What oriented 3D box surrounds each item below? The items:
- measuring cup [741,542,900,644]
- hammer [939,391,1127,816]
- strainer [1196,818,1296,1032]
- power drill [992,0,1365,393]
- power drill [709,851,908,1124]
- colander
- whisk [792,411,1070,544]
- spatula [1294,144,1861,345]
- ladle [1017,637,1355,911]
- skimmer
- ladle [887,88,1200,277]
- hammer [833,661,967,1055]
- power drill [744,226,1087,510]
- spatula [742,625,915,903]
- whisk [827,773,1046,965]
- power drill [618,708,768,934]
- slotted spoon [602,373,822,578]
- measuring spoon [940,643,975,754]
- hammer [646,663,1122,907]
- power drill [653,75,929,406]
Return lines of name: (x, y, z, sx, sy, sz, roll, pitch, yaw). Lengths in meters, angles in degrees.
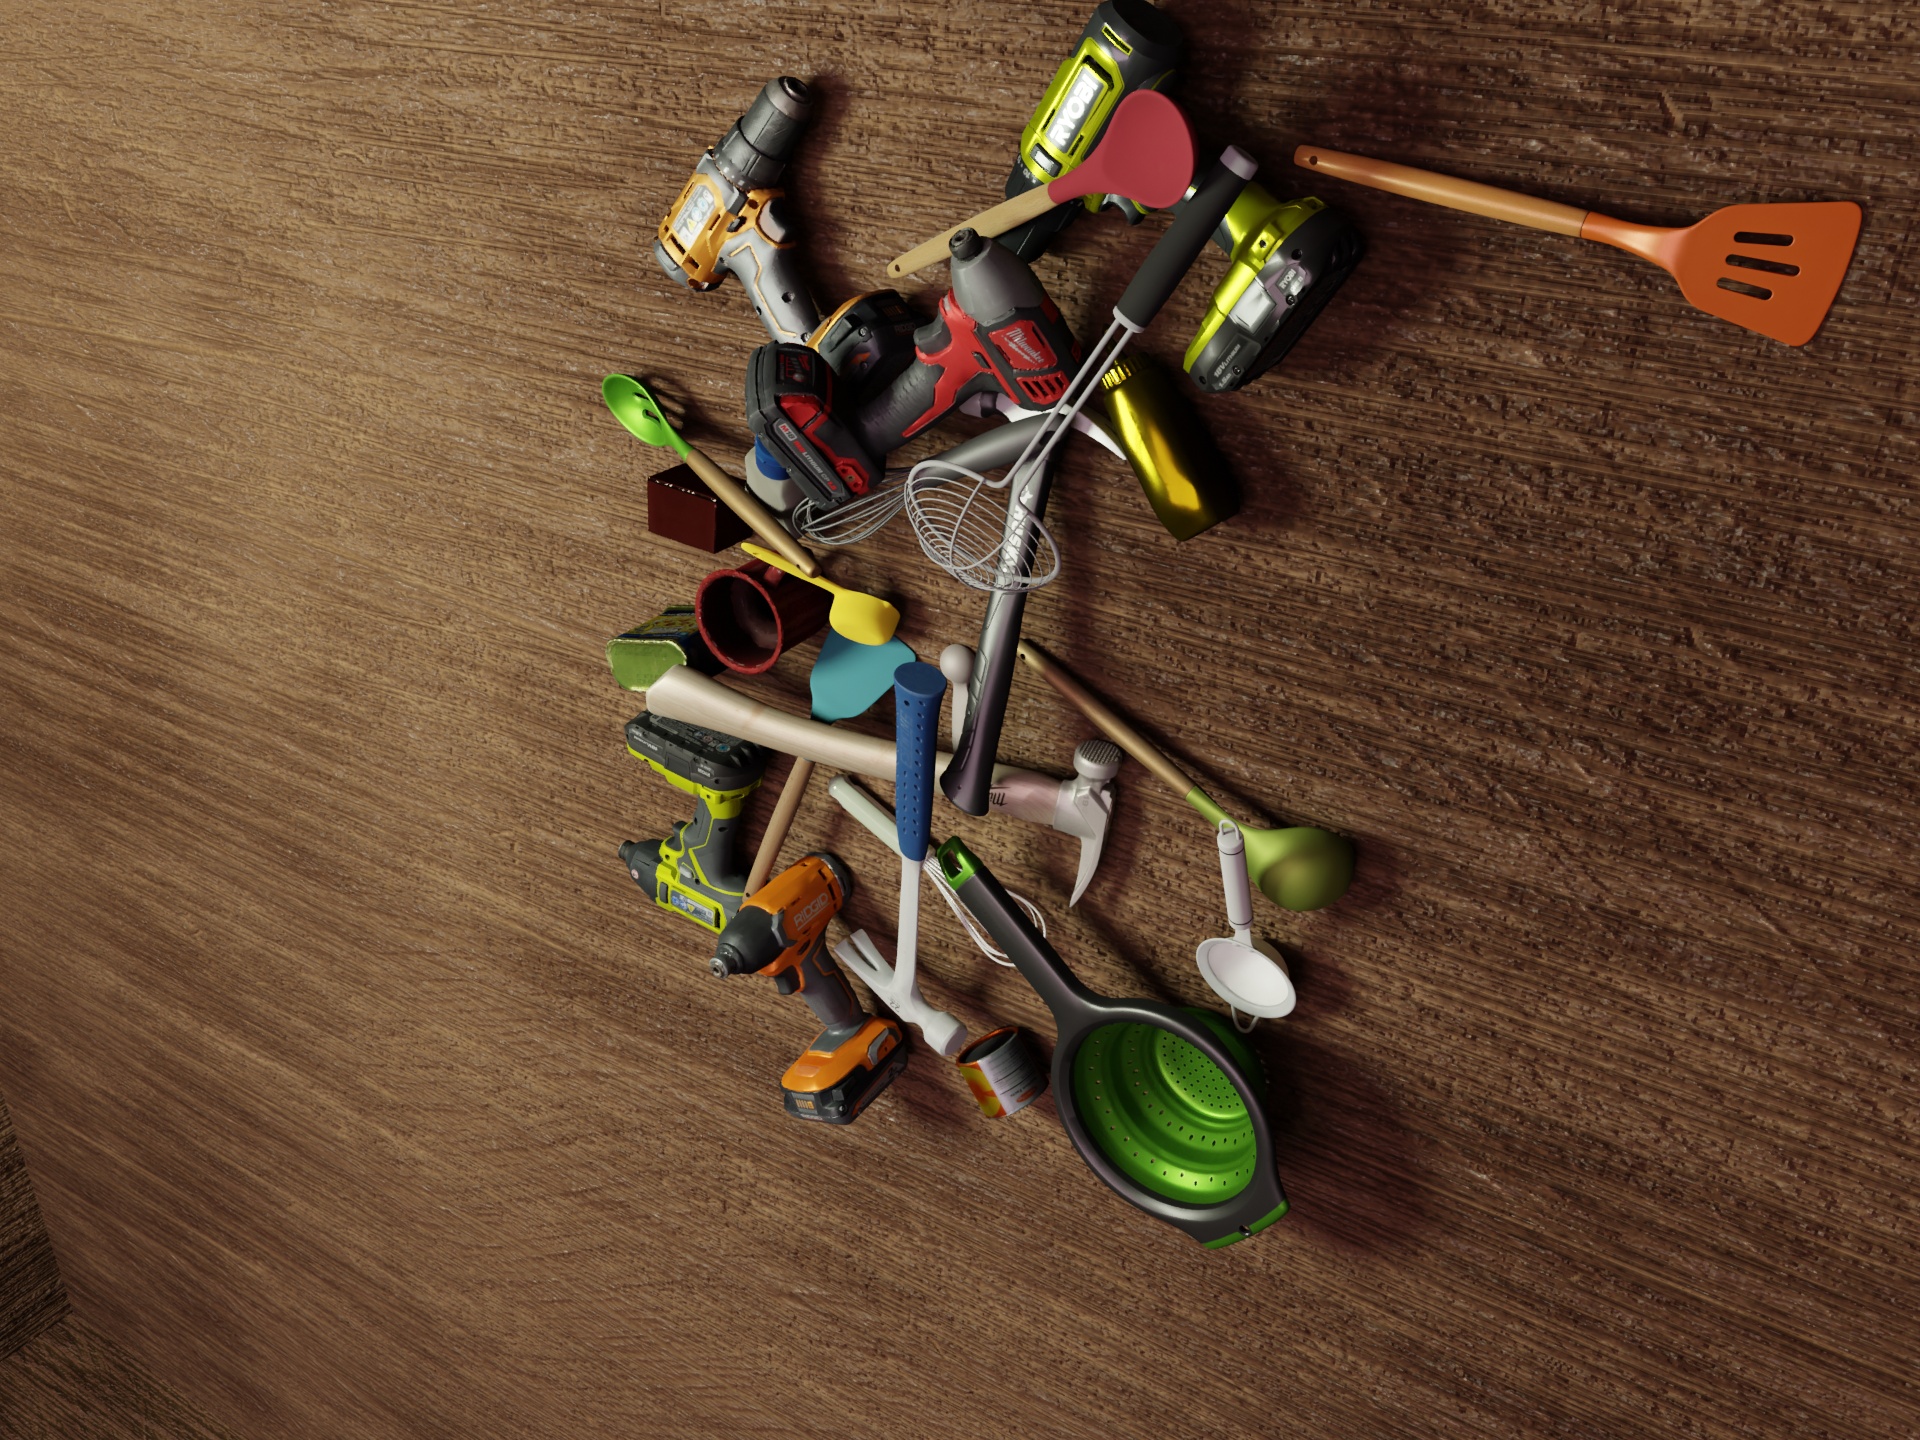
measuring cup: (-0.117, -0.101, 1.291, 0.062, 0.156, 0.029, -2, 68, 51)
hammer: (0.039, -0.084, 1.209, 0.146, 0.035, 0.334, 20, 110, 25)
strainer: (0.215, 0.152, 1.204, 0.087, 0.050, 0.258, 20, 148, 29)
power drill: (0.130, -0.325, 1.044, 0.228, 0.080, 0.190, 46, 135, 9)
power drill: (-0.144, 0.257, 1.467, 0.084, 0.164, 0.226, -4, 112, 39)
colander: (0.132, 0.241, 1.317, 0.397, 0.094, 0.204, 51, 133, 7)
whisk: (-0.024, -0.180, 1.182, 0.239, 0.055, 0.055, -17, 103, 28)
spatula: (0.349, -0.300, 0.942, 0.323, 0.041, 0.081, 25, 124, 27)
ladle: (0.166, 0.033, 1.228, 0.320, 0.062, 0.078, 41, 140, 19)
skimmer: (0.082, -0.226, 1.059, 0.127, 0.090, 0.363, 35, 122, -3)
ladle: (0.046, -0.337, 1.045, 0.315, 0.031, 0.069, -4, 111, 52)
hammer: (-0.045, 0.112, 1.305, 0.144, 0.035, 0.405, 36, 142, 29)
power drill: (-0.035, -0.248, 1.111, 0.219, 0.079, 0.143, -22, 136, 19)
spatula: (-0.135, 0.048, 1.415, 0.082, 0.044, 0.317, 36, 124, 15)
whisk: (-0.024, 0.127, 1.400, 0.246, 0.057, 0.059, 39, 94, 16)
power drill: (-0.258, 0.093, 1.520, 0.171, 0.080, 0.223, 24, 127, 22)
slotted spoon: (-0.205, -0.202, 1.307, 0.314, 0.031, 0.070, 43, 155, 34)
measuring spoon: (-0.002, -0.004, 1.332, 0.034, 0.018, 0.124, 13, 120, 29)
hammer: (-0.073, 0.038, 1.334, 0.411, 0.038, 0.146, 15, 122, 13)
power drill: (-0.121, -0.349, 1.204, 0.226, 0.084, 0.185, 52, 129, 7)
